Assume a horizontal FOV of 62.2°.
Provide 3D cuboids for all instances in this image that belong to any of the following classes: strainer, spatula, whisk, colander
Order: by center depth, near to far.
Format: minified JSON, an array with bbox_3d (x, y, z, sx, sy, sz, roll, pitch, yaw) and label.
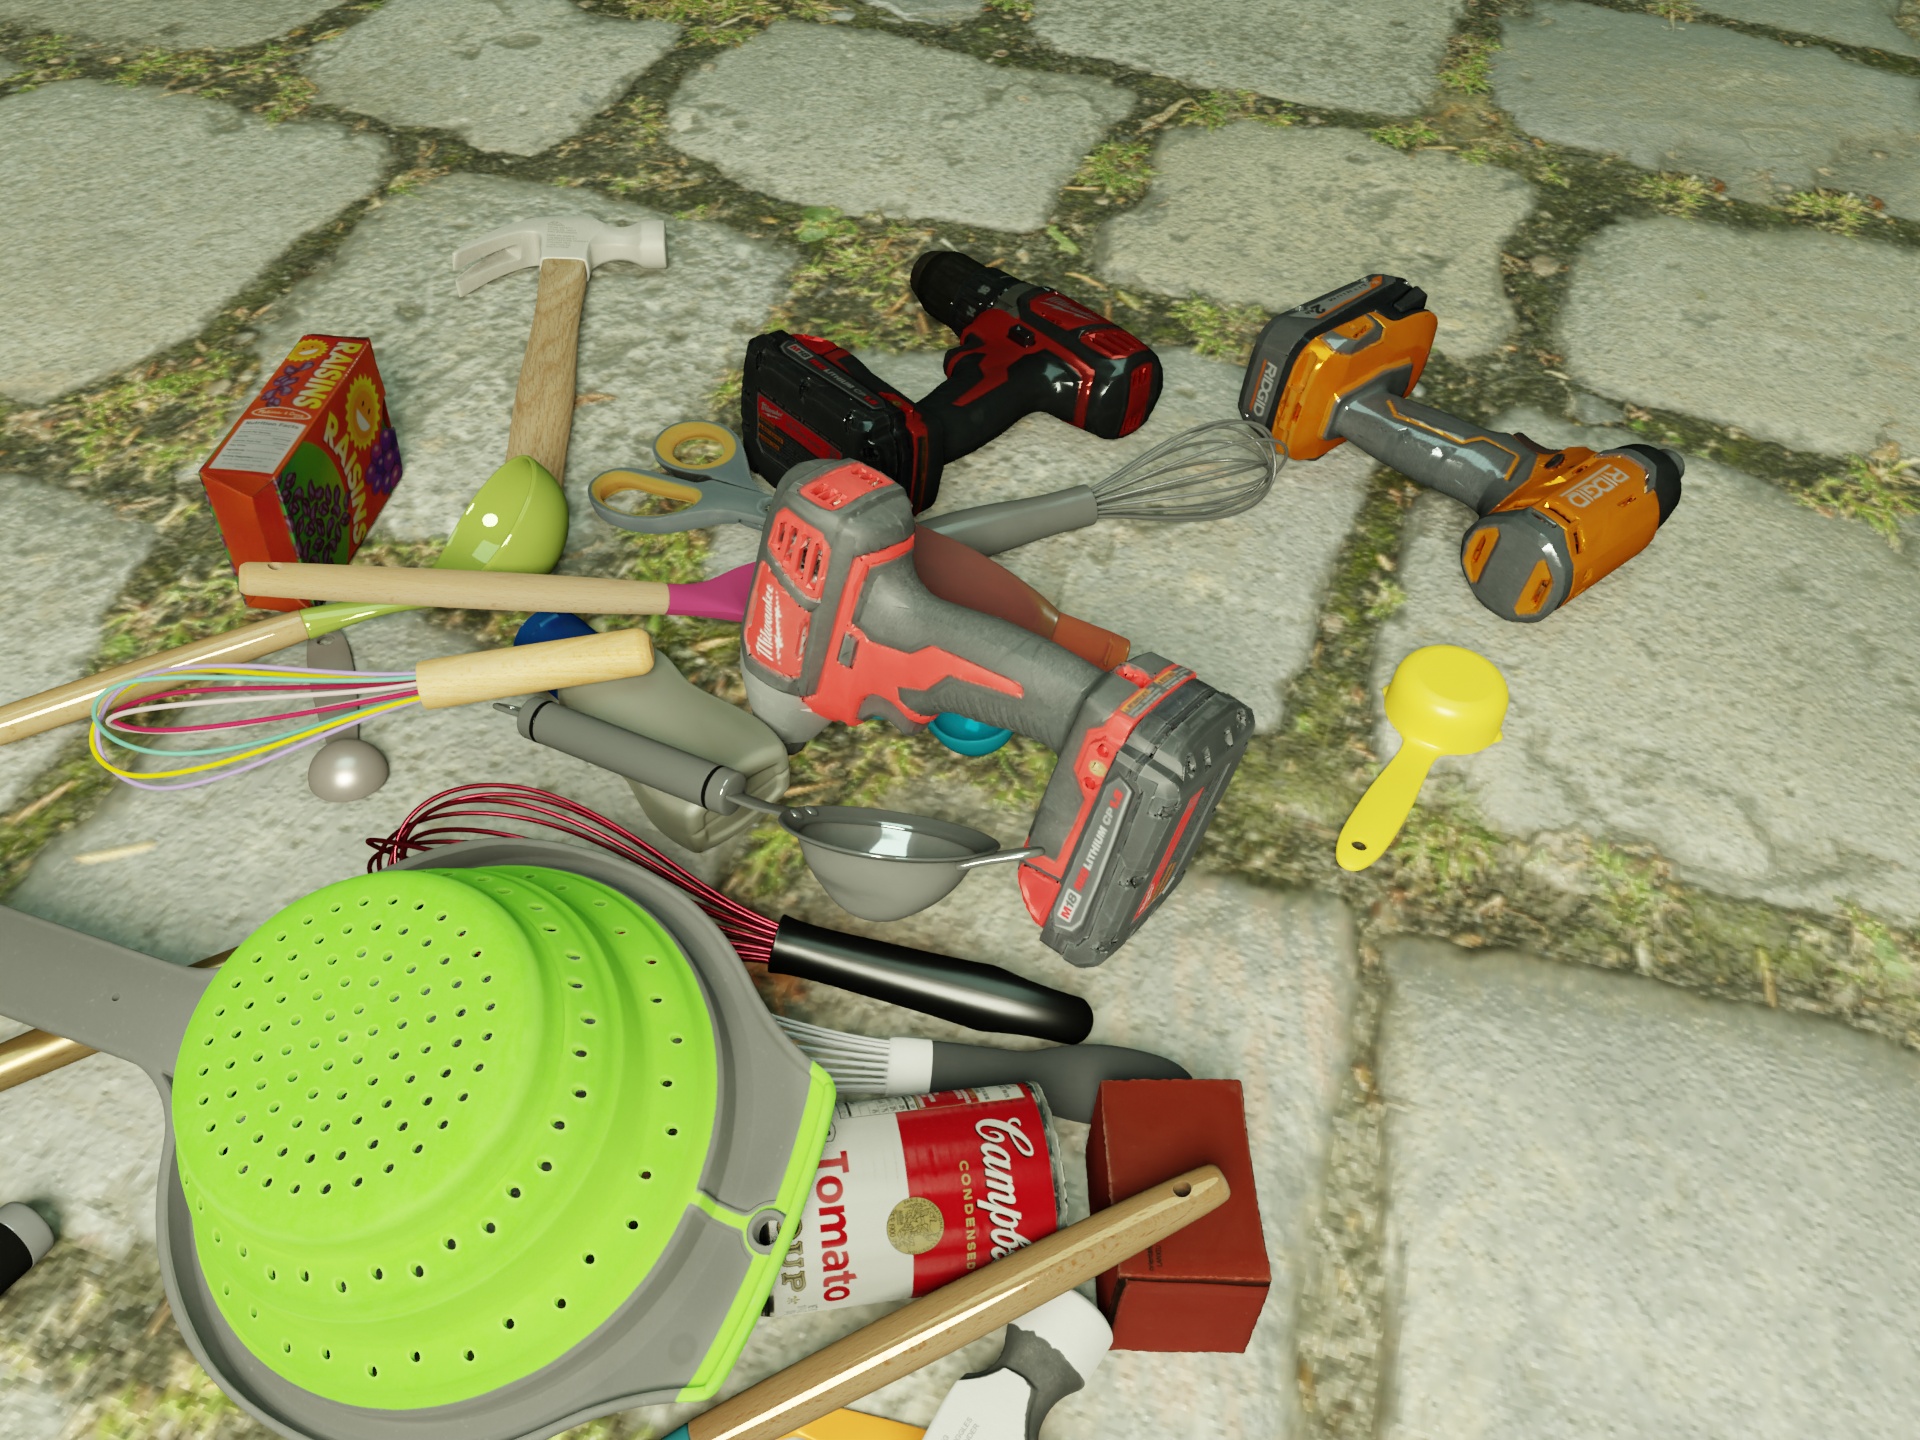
[{"bbox_3d":[-0.059,0.207,0.485,0.317,0.044,0.082,-25,46,-8],"label":"spatula"},{"bbox_3d":[-0.242,0.095,0.512,0.397,0.094,0.205,13,63,17],"label":"colander"},{"bbox_3d":[-0.051,0.127,0.593,0.284,0.070,0.070,6,44,-6],"label":"whisk"},{"bbox_3d":[-0.091,0.083,0.628,0.296,0.073,0.073,14,45,1],"label":"whisk"},{"bbox_3d":[-0.088,0.033,0.638,0.258,0.050,0.087,19,11,23],"label":"strainer"},{"bbox_3d":[-0.257,-0.016,0.695,0.245,0.051,0.047,-9,34,-3],"label":"whisk"},{"bbox_3d":[0.068,-0.117,0.856,0.239,0.055,0.055,-16,48,-14],"label":"whisk"}]

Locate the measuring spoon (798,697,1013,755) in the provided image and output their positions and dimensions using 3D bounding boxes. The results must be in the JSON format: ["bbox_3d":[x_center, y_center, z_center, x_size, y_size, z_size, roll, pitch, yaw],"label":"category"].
[{"bbox_3d":[-0.035,0.000,0.753,0.128,0.021,0.042,5,42,13],"label":"measuring spoon"}]

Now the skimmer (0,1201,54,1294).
[{"bbox_3d":[-0.389,0.284,0.416,0.127,0.090,0.363,17,35,16],"label":"skimmer"}]

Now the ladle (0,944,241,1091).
[{"bbox_3d":[-0.350,0.128,0.583,0.315,0.031,0.069,-24,51,-29],"label":"ladle"}]

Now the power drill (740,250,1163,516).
[{"bbox_3d":[-0.019,-0.202,0.917,0.226,0.080,0.188,-28,53,-33],"label":"power drill"}]

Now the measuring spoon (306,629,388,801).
[{"bbox_3d":[-0.289,-0.010,0.734,0.034,0.018,0.124,-13,46,-18],"label":"measuring spoon"}]

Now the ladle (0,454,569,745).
[{"bbox_3d":[-0.333,-0.046,0.732,0.320,0.062,0.078,-22,31,-18],"label":"ladle"}]

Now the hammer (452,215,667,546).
[{"bbox_3d":[-0.243,-0.206,0.930,0.130,0.031,0.332,-1,45,-7],"label":"hammer"}]

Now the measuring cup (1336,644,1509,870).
[{"bbox_3d":[0.212,0.014,0.744,0.062,0.029,0.156,26,46,20],"label":"measuring cup"}]

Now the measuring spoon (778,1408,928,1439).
[{"bbox_3d":[-0.013,0.235,0.510,0.117,0.011,0.021,15,45,10],"label":"measuring spoon"}]

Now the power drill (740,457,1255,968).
[{"bbox_3d":[-0.001,-0.002,0.672,0.220,0.143,0.078,33,38,18],"label":"power drill"}]

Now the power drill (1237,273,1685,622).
[{"bbox_3d":[0.289,-0.160,0.898,0.164,0.084,0.227,-29,58,-30],"label":"power drill"}]

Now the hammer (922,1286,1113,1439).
[{"bbox_3d":[0.121,0.305,0.431,0.335,0.035,0.146,28,53,20],"label":"hammer"}]

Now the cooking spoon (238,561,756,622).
[{"bbox_3d":[-0.164,-0.058,0.746,0.318,0.017,0.069,1,41,-26],"label":"cooking spoon"}]
